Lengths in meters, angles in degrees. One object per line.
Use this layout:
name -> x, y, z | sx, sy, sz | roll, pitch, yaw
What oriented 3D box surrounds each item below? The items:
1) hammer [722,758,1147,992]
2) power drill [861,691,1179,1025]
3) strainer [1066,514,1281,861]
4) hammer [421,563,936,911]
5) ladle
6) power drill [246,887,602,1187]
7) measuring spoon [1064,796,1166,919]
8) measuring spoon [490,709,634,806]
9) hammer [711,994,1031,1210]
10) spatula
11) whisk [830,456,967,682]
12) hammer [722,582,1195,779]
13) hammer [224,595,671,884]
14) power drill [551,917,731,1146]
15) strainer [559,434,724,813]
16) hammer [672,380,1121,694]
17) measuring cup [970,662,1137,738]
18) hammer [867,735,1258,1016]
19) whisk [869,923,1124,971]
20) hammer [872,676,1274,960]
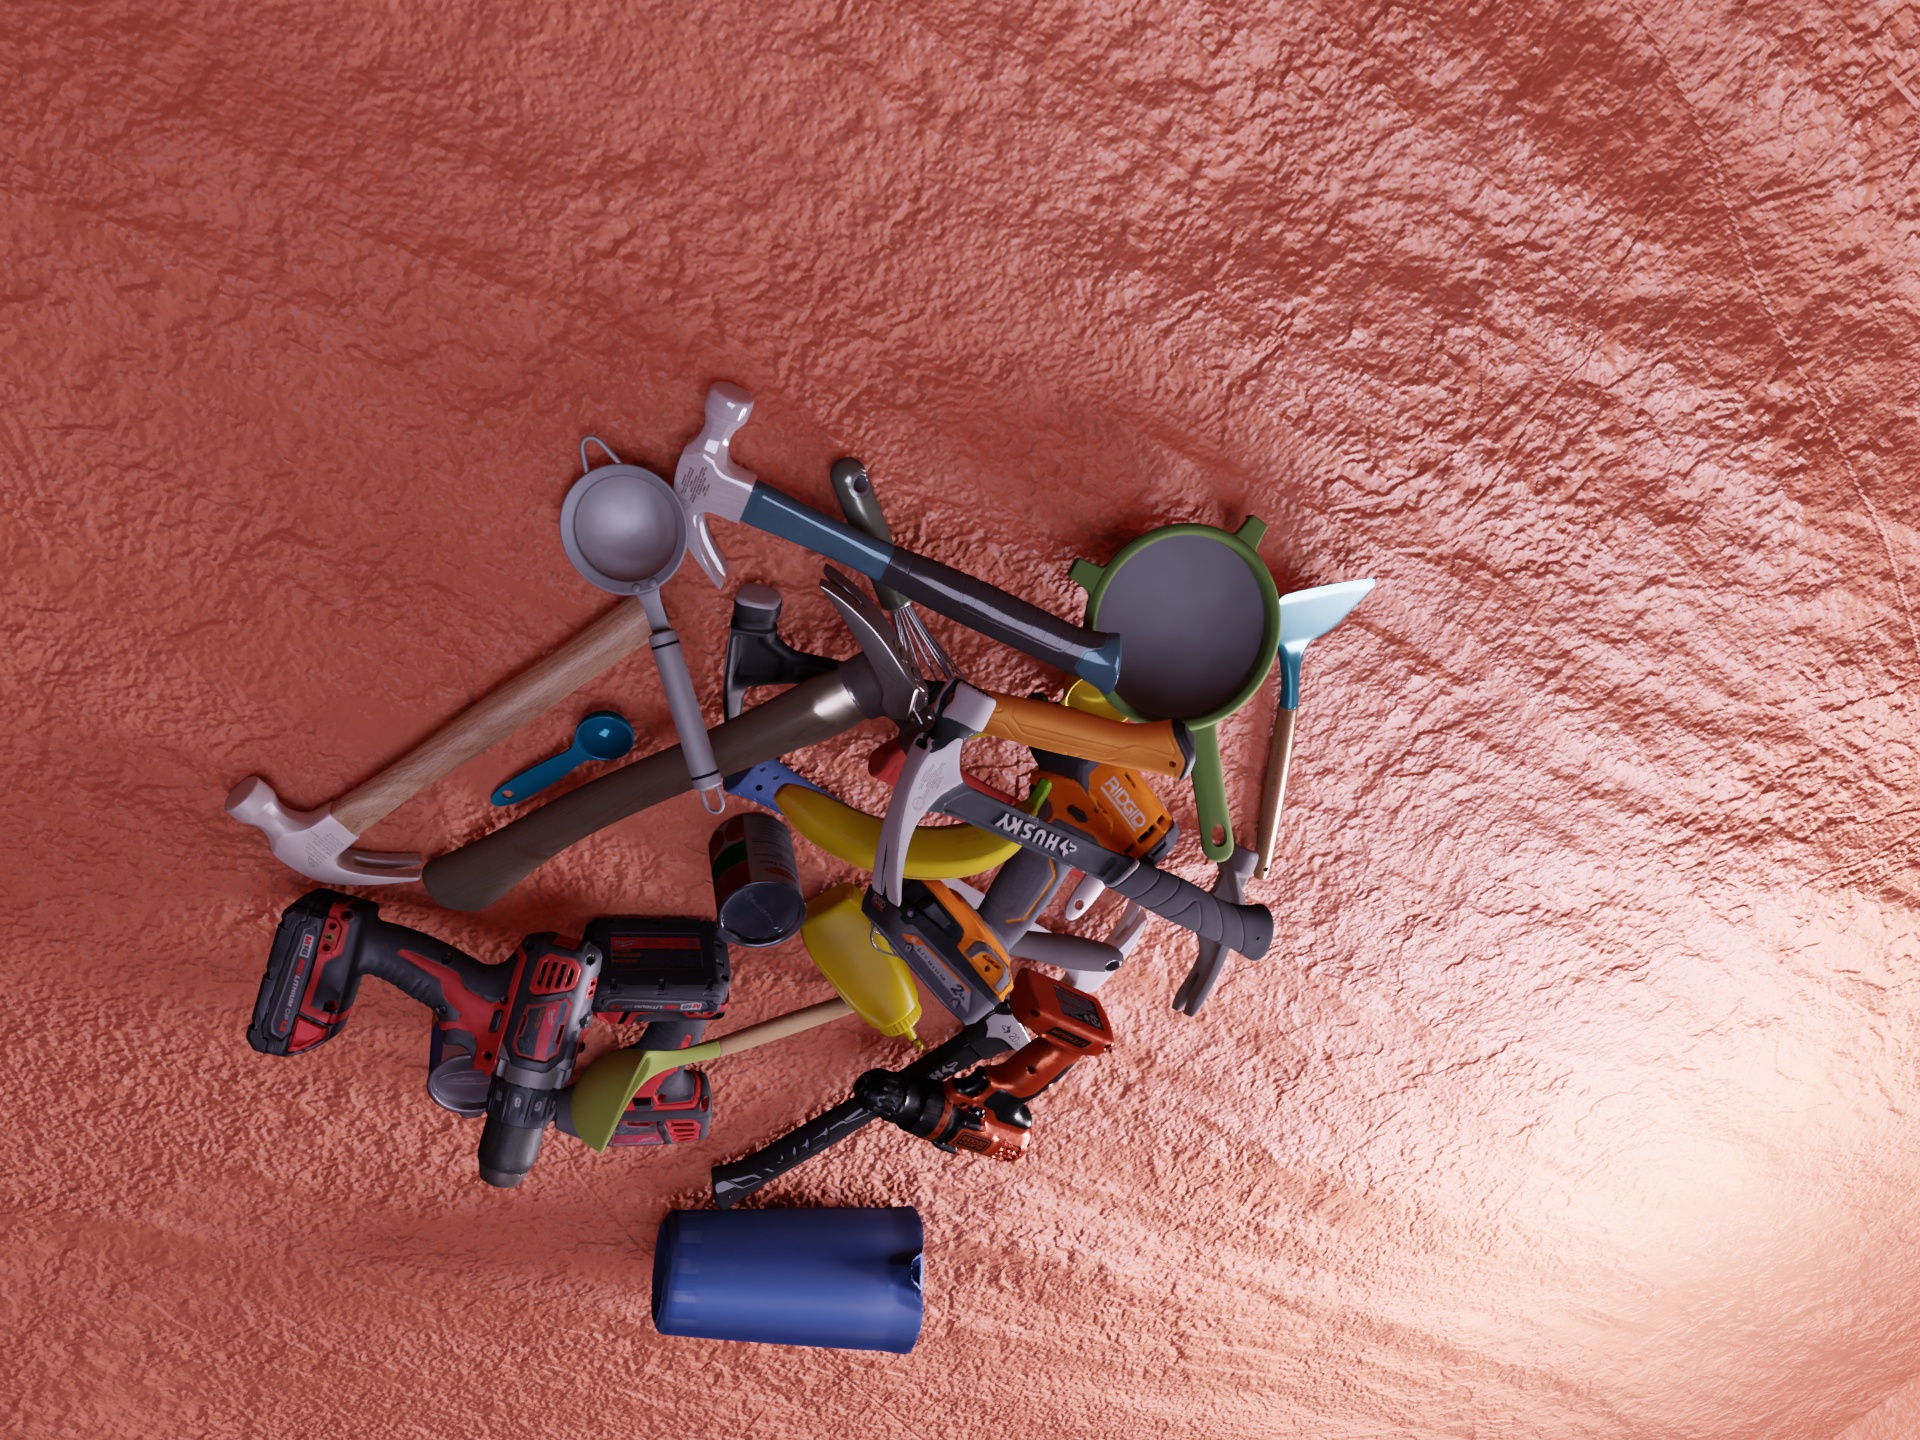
hammer -> -0.016, 0.124, 1.284 | 0.405, 0.035, 0.144 | 33, 112, -32
power drill -> 0.039, 0.096, 1.186 | 0.226, 0.084, 0.164 | -42, 112, -10
strainer -> 0.162, -0.022, 1.173 | 0.151, 0.069, 0.256 | -15, 107, -12
hammer -> -0.218, 0.033, 1.120 | 0.410, 0.038, 0.146 | -24, 116, 17
ladle -> -0.164, 0.259, 1.247 | 0.320, 0.062, 0.078 | -10, 137, -44
power drill -> -0.391, 0.229, 1.162 | 0.226, 0.080, 0.188 | 16, 89, -7
measuring spoon -> 0.124, 0.110, 1.261 | 0.034, 0.018, 0.124 | 45, 76, -22
measuring spoon -> -0.291, 0.027, 1.156 | 0.128, 0.021, 0.042 | -28, 129, 18
hammer -> -0.084, 0.351, 1.431 | 0.335, 0.035, 0.146 | -32, 126, 9
spatula -> 0.263, 0.014, 1.273 | 0.082, 0.044, 0.317 | -11, 129, -15
whisk -> -0.042, -0.079, 1.127 | 0.058, 0.059, 0.246 | -43, 130, -29
hammer -> -0.002, -0.004, 1.124 | 0.337, 0.034, 0.127 | 12, 124, 0
hammer -> -0.343, 0.012, 1.118 | 0.331, 0.031, 0.129 | -32, 126, 9
power drill -> -0.265, 0.265, 1.297 | 0.143, 0.079, 0.219 | 3, 127, -17
strainer -> -0.198, -0.061, 1.046 | 0.087, 0.050, 0.258 | -15, 96, 12
hammer -> -0.036, -0.101, 1.067 | 0.331, 0.033, 0.128 | 24, 120, -11
measuring cup -> 0.058, -0.013, 1.217 | 0.156, 0.029, 0.062 | -12, 131, 9
hammer -> 0.079, 0.110, 1.270 | 0.358, 0.037, 0.149 | 27, 83, -25
whisk -> 0.033, 0.181, 1.287 | 0.238, 0.055, 0.055 | 13, 121, -28
hammer -> 0.101, 0.108, 1.140 | 0.408, 0.036, 0.149 | 27, 91, -40
